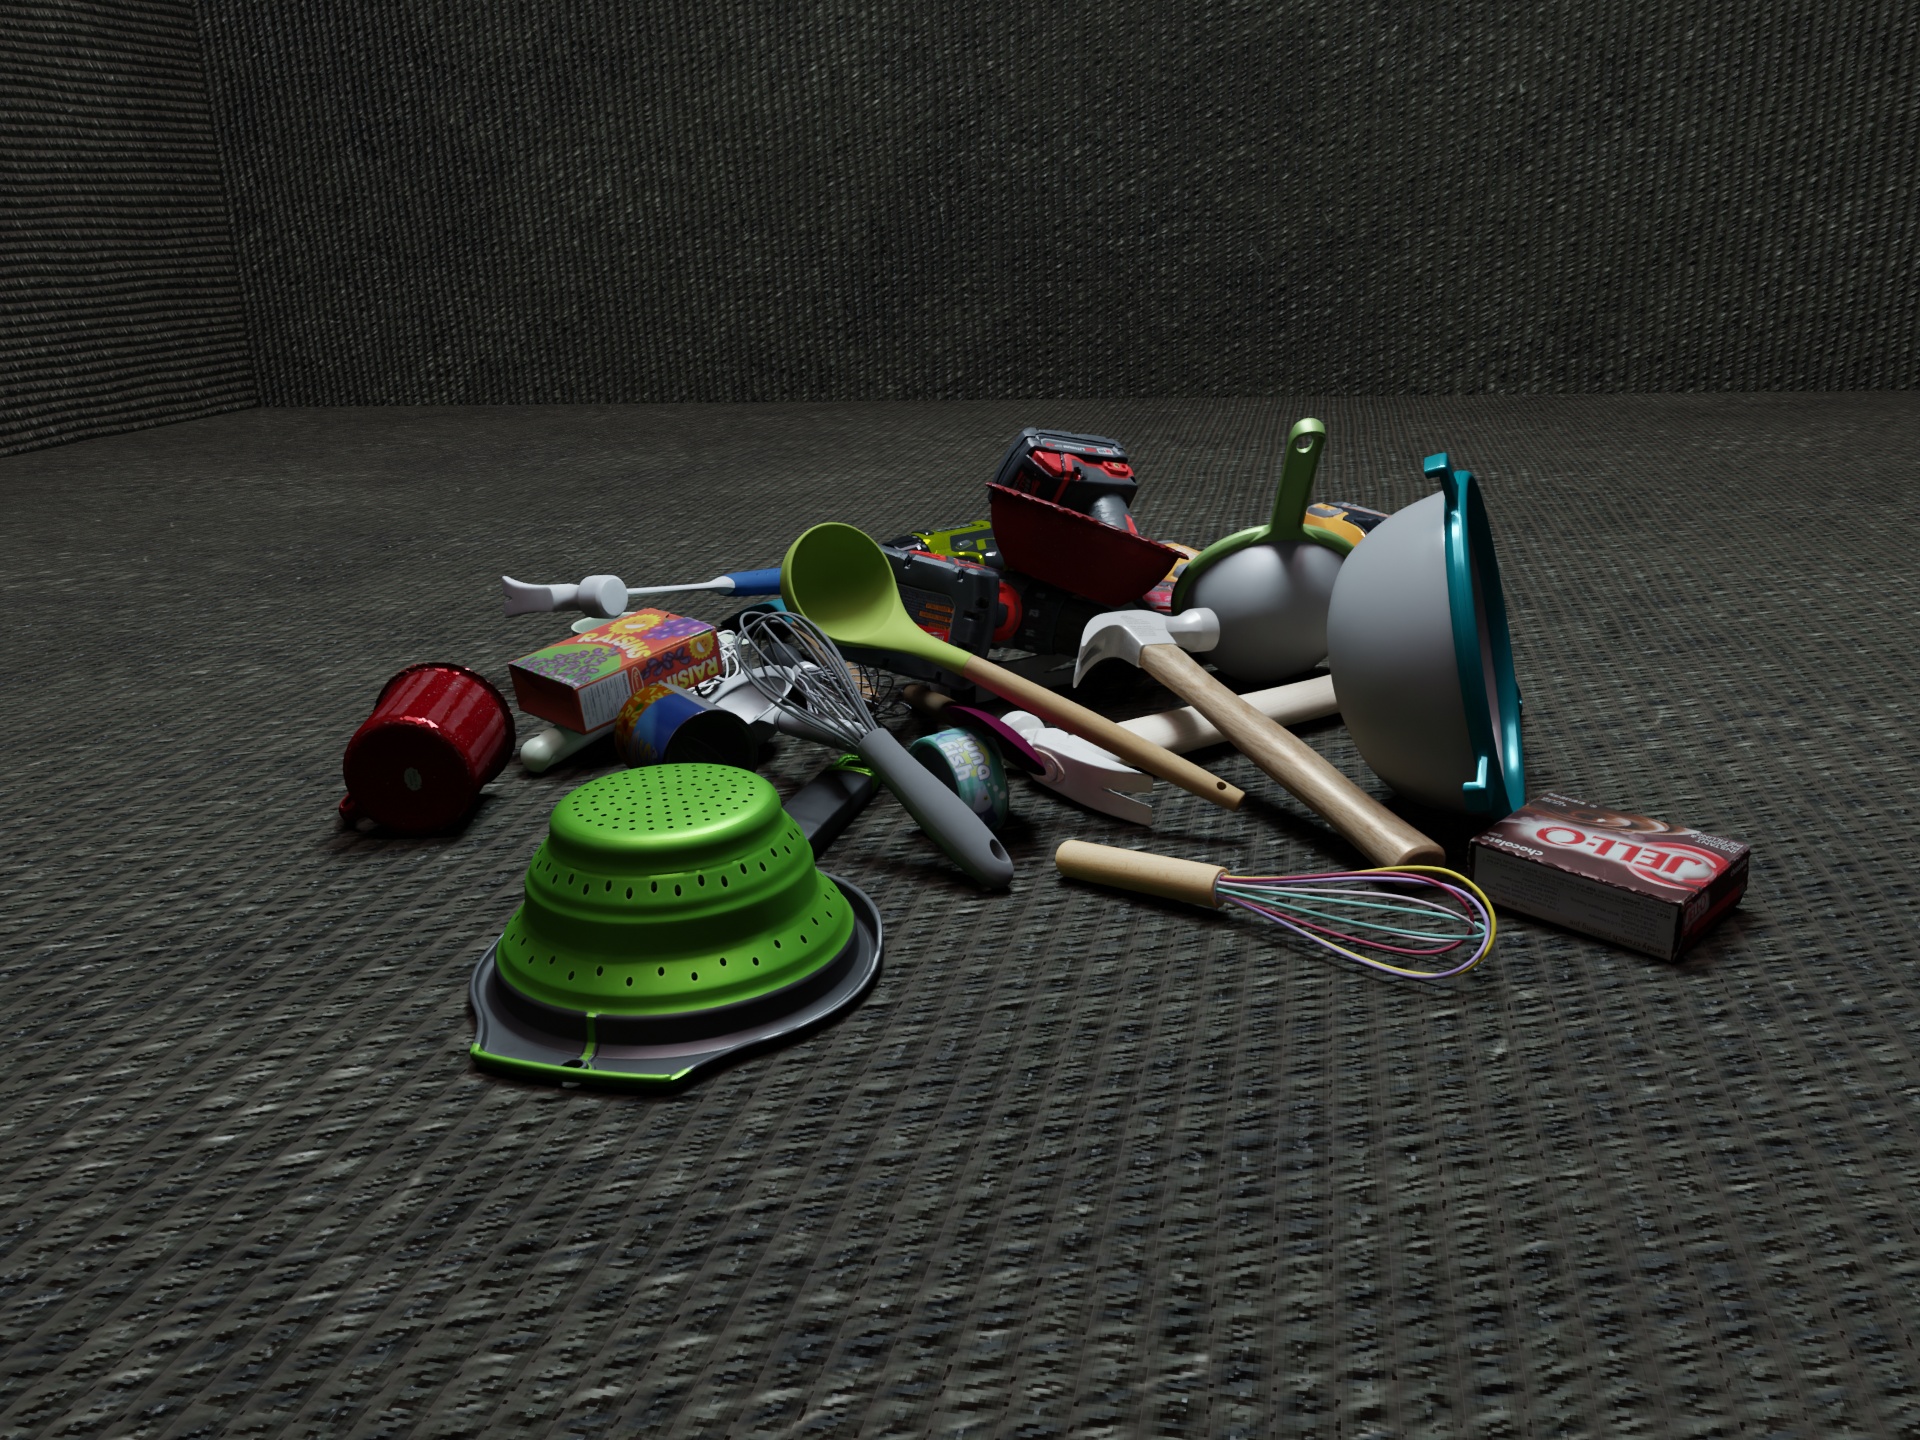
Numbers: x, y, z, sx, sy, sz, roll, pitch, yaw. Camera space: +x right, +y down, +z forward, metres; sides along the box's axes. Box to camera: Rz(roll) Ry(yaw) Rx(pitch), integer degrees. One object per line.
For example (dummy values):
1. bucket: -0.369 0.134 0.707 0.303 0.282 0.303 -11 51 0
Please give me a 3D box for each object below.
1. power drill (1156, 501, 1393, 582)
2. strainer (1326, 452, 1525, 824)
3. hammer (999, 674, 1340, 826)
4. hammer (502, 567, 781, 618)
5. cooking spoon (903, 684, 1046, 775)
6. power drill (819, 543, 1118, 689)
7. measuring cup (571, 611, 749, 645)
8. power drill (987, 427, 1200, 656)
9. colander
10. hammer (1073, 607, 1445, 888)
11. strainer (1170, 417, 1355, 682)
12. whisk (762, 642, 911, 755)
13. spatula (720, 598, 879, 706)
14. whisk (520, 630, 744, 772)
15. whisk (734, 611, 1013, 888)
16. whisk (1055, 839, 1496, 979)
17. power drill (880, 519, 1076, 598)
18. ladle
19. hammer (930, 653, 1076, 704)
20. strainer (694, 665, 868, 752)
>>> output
1. power drill: 0.288 -0.131 1.421 0.226 0.084 0.185 -12 20 -17
2. strainer: 0.293 -0.028 0.993 0.095 0.211 0.340 -8 -9 22
3. hammer: 0.229 -0.007 1.107 0.410 0.038 0.146 -13 22 -32
4. hammer: -0.223 -0.120 1.413 0.144 0.035 0.405 2 8 33
5. cooking spoon: -0.002 -0.003 1.061 0.068 0.017 0.319 38 -3 -14
6. power drill: 0.013 -0.075 1.130 0.188 0.080 0.226 15 10 14
7. measuring cup: -0.247 -0.059 1.325 0.168 0.038 0.083 8 20 24
8. power drill: 0.112 -0.141 1.320 0.143 0.078 0.220 0 48 -31
9. colander: -0.119 0.055 0.857 0.204 0.094 0.397 3 19 16
10. hammer: 0.177 0.007 0.980 0.130 0.031 0.332 -5 28 -24
11. strainer: 0.237 -0.105 1.156 0.151 0.256 0.069 -2 54 -1
12. whisk: -0.106 -0.025 1.182 0.070 0.070 0.285 -8 13 -19
13. spatula: -0.126 -0.061 1.341 0.082 0.044 0.318 -10 24 -20
14. whisk: -0.239 -0.015 1.179 0.059 0.057 0.246 43 34 6
15. whisk: -0.052 0.013 0.920 0.055 0.055 0.239 -20 54 -43
16. whisk: 0.155 0.086 0.818 0.245 0.047 0.051 8 21 37
17. power drill: 0.024 -0.142 1.487 0.190 0.080 0.229 -16 20 -40
18. ladle: 0.028 -0.029 0.963 0.320 0.062 0.078 27 58 18
19. hammer: -0.035 -0.075 1.350 0.127 0.034 0.337 -12 20 -26
20. strainer: -0.118 0.002 1.060 0.087 0.050 0.258 -38 22 -20
